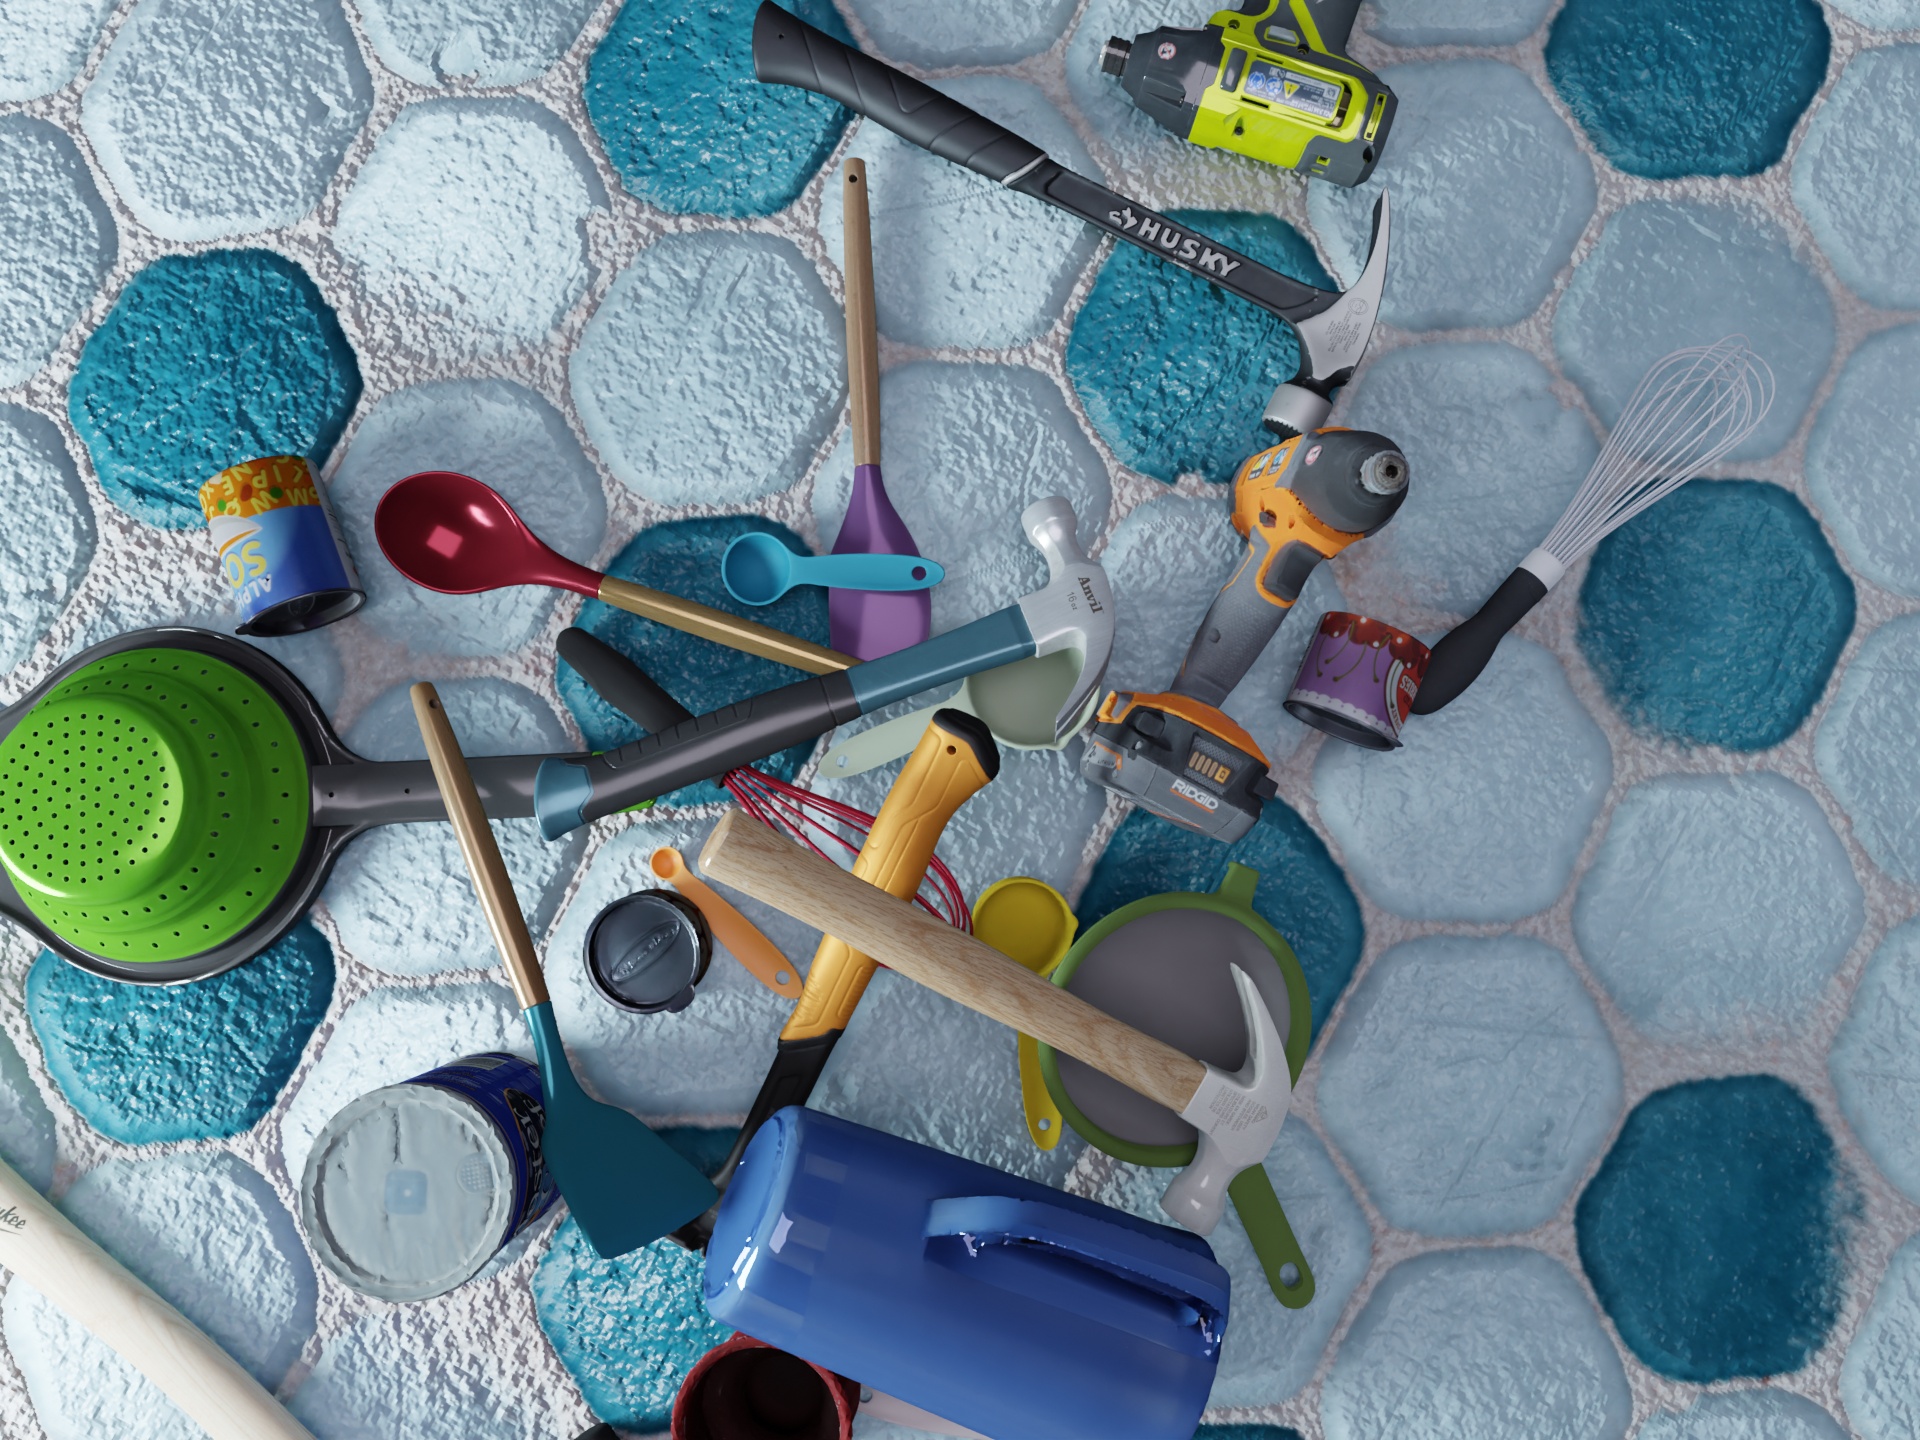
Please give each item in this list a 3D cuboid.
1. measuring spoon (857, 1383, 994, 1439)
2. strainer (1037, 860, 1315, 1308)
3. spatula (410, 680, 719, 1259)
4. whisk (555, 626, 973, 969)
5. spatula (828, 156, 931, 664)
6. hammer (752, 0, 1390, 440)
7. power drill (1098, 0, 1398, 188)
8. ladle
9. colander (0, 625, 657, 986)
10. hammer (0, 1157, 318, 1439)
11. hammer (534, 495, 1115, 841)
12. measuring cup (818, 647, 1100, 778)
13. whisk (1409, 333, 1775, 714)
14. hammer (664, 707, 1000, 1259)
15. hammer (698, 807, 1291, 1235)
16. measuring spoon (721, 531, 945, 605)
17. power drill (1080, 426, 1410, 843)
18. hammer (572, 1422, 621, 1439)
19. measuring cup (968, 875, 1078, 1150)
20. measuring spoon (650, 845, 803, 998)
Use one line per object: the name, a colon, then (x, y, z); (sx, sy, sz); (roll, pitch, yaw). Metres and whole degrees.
measuring spoon: (-0.006, 0.382, 0.879); (0.124, 0.018, 0.034); (11, 86, 7)
strainer: (0.131, 0.207, 0.879); (0.151, 0.069, 0.256); (-27, 103, -7)
spatula: (-0.223, 0.121, 0.832); (0.044, 0.082, 0.317); (-29, 80, 38)
whisk: (-0.113, 0.041, 0.887); (0.296, 0.073, 0.073); (38, 85, 8)
spatula: (-0.053, -0.173, 0.927); (0.060, 0.018, 0.316); (-4, 86, 4)
hammer: (0.059, -0.318, 0.930); (0.409, 0.036, 0.149); (28, 91, 3)
power drill: (0.189, -0.443, 0.929); (0.171, 0.080, 0.223); (18, 88, 1)
ladle: (-0.180, -0.069, 0.907); (0.315, 0.031, 0.069); (19, 99, 1)
colander: (-0.370, 0.040, 0.864); (0.397, 0.094, 0.204); (-3, 85, -1)
hammer: (-0.447, 0.318, 0.867); (0.410, 0.038, 0.146); (40, 84, 3)
hammer: (-0.071, -0.012, 0.858); (0.331, 0.033, 0.128); (-20, 70, -5)
measuring cup: (-0.001, -0.003, 0.903); (0.167, 0.038, 0.083); (-23, 85, -1)
whisk: (0.354, -0.110, 0.909); (0.070, 0.070, 0.284); (43, 90, 3)
hammer: (-0.076, 0.141, 0.836); (0.127, 0.034, 0.337); (27, 104, 3)
hammer: (0.023, 0.133, 0.796); (0.331, 0.031, 0.130); (30, 91, -13)
measuring spoon: (-0.072, -0.085, 0.912); (0.128, 0.021, 0.042); (2, 94, 5)
power drill: (0.158, -0.053, 0.846); (0.084, 0.164, 0.226); (28, 87, -9)
hammer: (-0.073, 0.475, 0.856); (0.335, 0.035, 0.146); (25, 84, 2)
measuring cup: (0.039, 0.164, 0.897); (0.062, 0.029, 0.156); (-7, 96, -6)
measuring spoon: (-0.132, 0.115, 0.904); (0.117, 0.011, 0.021); (45, 97, 0)
